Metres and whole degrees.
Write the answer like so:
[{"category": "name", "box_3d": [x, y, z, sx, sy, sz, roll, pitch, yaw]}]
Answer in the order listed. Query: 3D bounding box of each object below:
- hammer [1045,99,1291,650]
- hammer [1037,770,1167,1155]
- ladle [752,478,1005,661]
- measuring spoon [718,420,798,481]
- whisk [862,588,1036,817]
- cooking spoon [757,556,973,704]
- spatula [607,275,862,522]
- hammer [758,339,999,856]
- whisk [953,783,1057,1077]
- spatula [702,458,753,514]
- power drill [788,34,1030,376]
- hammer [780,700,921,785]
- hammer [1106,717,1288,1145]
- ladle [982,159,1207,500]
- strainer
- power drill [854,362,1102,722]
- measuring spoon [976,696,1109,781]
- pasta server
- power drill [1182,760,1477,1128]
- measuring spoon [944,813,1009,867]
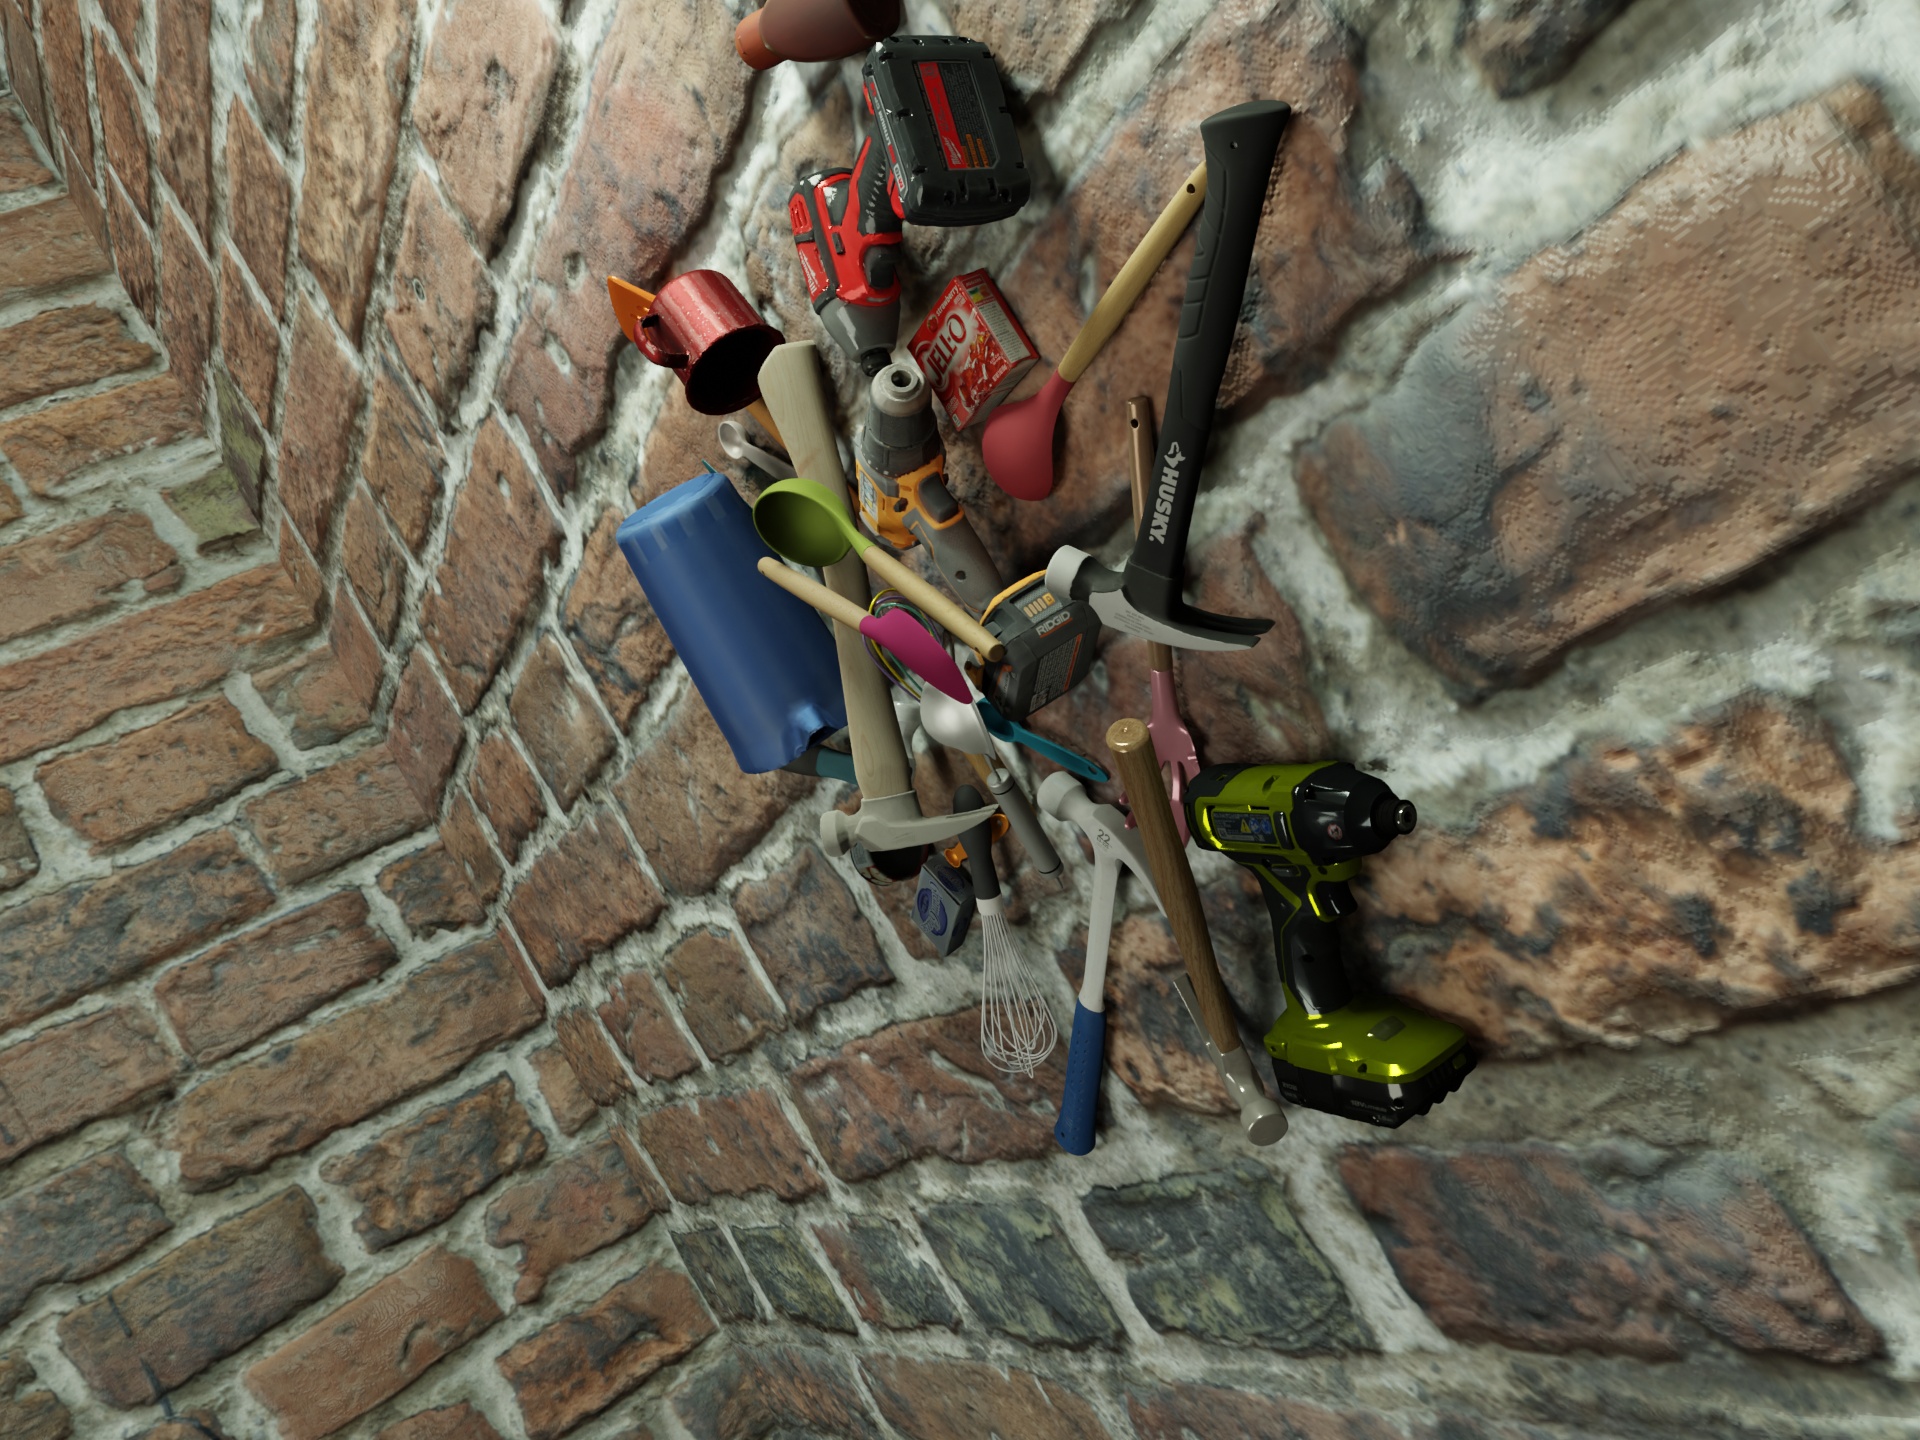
[{"category": "hammer", "box_3d": [0.138, -0.185, 0.909, 0.146, 0.035, 0.334, 26, 133, 22]}, {"category": "hammer", "box_3d": [0.112, 0.228, 1.305, 0.144, 0.035, 0.405, 38, 142, 34]}, {"category": "ladle", "box_3d": [-0.061, -0.100, 1.117, 0.320, 0.062, 0.078, 41, 166, 52]}, {"category": "measuring spoon", "box_3d": [-0.162, -0.225, 1.369, 0.124, 0.018, 0.034, 34, 140, 28]}, {"category": "whisk", "box_3d": [0.000, -0.005, 1.227, 0.051, 0.047, 0.244, -17, 125, 25]}, {"category": "cooking spoon", "box_3d": [-0.078, -0.074, 1.140, 0.319, 0.017, 0.068, 33, 155, 54]}, {"category": "spatula", "box_3d": [-0.185, -0.267, 1.338, 0.323, 0.041, 0.081, 46, 163, 21]}, {"category": "hammer", "box_3d": [-0.079, -0.098, 1.272, 0.038, 0.146, 0.410, -50, -51, -76]}, {"category": "whisk", "box_3d": [0.032, 0.184, 1.365, 0.070, 0.070, 0.284, 16, 125, 51]}, {"category": "spatula", "box_3d": [-0.228, -0.141, 1.503, 0.082, 0.044, 0.317, 45, 149, 6]}, {"category": "power drill", "box_3d": [-0.044, -0.324, 1.026, 0.219, 0.078, 0.143, -30, 74, 63]}, {"category": "hammer", "box_3d": [-0.131, 0.036, 1.483, 0.331, 0.033, 0.128, 9, 89, 60]}, {"category": "hammer", "box_3d": [0.154, 0.135, 1.079, 0.130, 0.031, 0.331, -114, 2, -58]}, {"category": "ladle", "box_3d": [0.079, -0.231, 0.988, 0.069, 0.031, 0.315, 52, 147, 8]}, {"category": "strainer", "box_3d": [0.025, 0.040, 1.154, 0.258, 0.050, 0.087, 59, 178, -36]}, {"category": "power drill", "box_3d": [0.003, -0.128, 1.103, 0.226, 0.084, 0.185, 54, 165, 17]}, {"category": "measuring spoon", "box_3d": [0.066, 0.013, 1.222, 0.129, 0.021, 0.042, 28, 149, 30]}, {"category": "pasta server", "box_3d": [0.128, -0.056, 1.046, 0.060, 0.040, 0.316, 6, 121, 26]}, {"category": "power drill", "box_3d": [0.238, 0.135, 1.003, 0.171, 0.080, 0.223, -2, 110, 58]}, {"category": "measuring spoon", "box_3d": [0.016, 0.102, 1.374, 0.021, 0.011, 0.117, 53, 146, 3]}]
